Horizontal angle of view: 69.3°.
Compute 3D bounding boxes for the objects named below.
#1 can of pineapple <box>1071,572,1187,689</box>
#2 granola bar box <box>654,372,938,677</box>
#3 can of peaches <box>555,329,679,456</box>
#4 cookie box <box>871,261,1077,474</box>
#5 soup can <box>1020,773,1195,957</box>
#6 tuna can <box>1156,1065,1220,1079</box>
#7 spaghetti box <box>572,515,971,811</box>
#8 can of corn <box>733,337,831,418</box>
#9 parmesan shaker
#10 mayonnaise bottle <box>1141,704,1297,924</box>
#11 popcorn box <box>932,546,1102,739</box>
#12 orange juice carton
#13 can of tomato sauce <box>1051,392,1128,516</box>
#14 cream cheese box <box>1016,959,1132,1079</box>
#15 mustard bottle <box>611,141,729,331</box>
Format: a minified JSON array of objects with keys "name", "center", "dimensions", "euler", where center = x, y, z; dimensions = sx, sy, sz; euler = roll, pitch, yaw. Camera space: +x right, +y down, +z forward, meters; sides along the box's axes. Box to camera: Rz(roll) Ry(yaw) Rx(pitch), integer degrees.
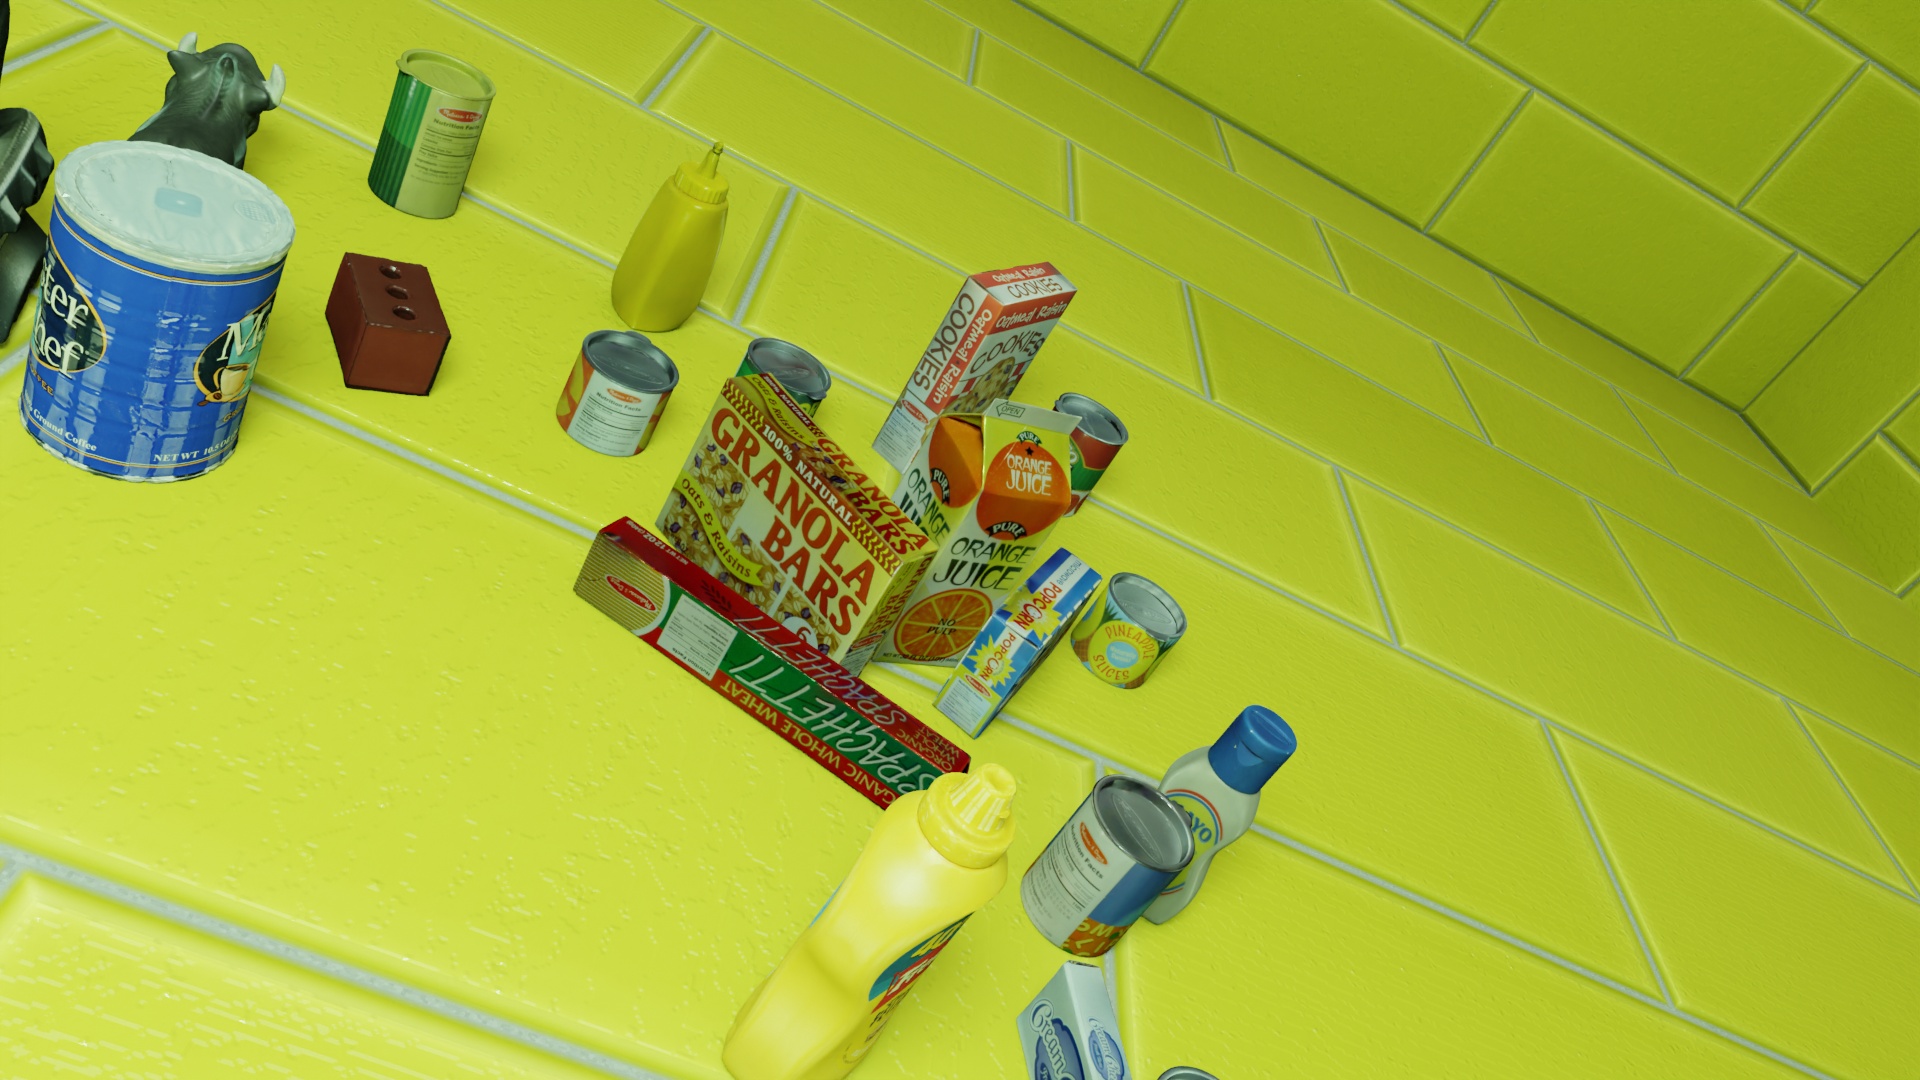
[{"name":"can of pineapple","center":[0.122,0.067,1.014],"dimensions":[0.071,0.057,0.071],"euler":[24,32,-15]},{"name":"granola bar box","center":[-0.103,-0.002,0.842],"dimensions":[0.166,0.123,0.039],"euler":[46,33,21]},{"name":"can of peaches","center":[-0.229,-0.099,0.929],"dimensions":[0.071,0.057,0.071],"euler":[24,32,-15]},{"name":"cookie box","center":[0.011,-0.139,1.099],"dimensions":[0.040,0.166,0.123],"euler":[42,31,15]},{"name":"soup can","center":[0.084,0.184,0.786],"dimensions":[0.071,0.083,0.072],"euler":[24,31,-15]},{"name":"tuna can","center":[0.114,0.303,0.694],"dimensions":[0.071,0.032,0.071],"euler":[23,32,-15]},{"name":"spaghetti box","center":[-0.108,0.077,0.796],"dimensions":[0.250,0.050,0.029],"euler":[34,30,3]},{"name":"can of corn","center":[-0.136,-0.105,1.023],"dimensions":[0.071,0.058,0.071],"euler":[24,32,-15]},{"name":"parmesan shaker","center":[-0.392,-0.298,1.020],"dimensions":[0.071,0.102,0.072],"euler":[24,31,-15]},{"name":"mayonnaise bottle","center":[0.138,0.157,0.811],"dimensions":[0.065,0.147,0.041],"euler":[41,31,13]},{"name":"popcorn box","center":[0.040,0.065,0.915],"dimensions":[0.038,0.084,0.127],"euler":[38,31,8]},{"name":"orange juice carton","center":[0.003,-0.011,0.884],"dimensions":[0.072,0.191,0.073],"euler":[8,38,-36]},{"name":"can of tomato sauce","center":[0.089,-0.071,1.156],"dimensions":[0.071,0.082,0.071],"euler":[24,31,-15]},{"name":"cream cheese box","center":[0.059,0.265,0.677],"dimensions":[0.024,0.053,0.104],"euler":[17,34,-25]},{"name":"mustard bottle","center":[-0.208,-0.230,1.036],"dimensions":[0.065,0.159,0.049],"euler":[-11,52,-50]}]
